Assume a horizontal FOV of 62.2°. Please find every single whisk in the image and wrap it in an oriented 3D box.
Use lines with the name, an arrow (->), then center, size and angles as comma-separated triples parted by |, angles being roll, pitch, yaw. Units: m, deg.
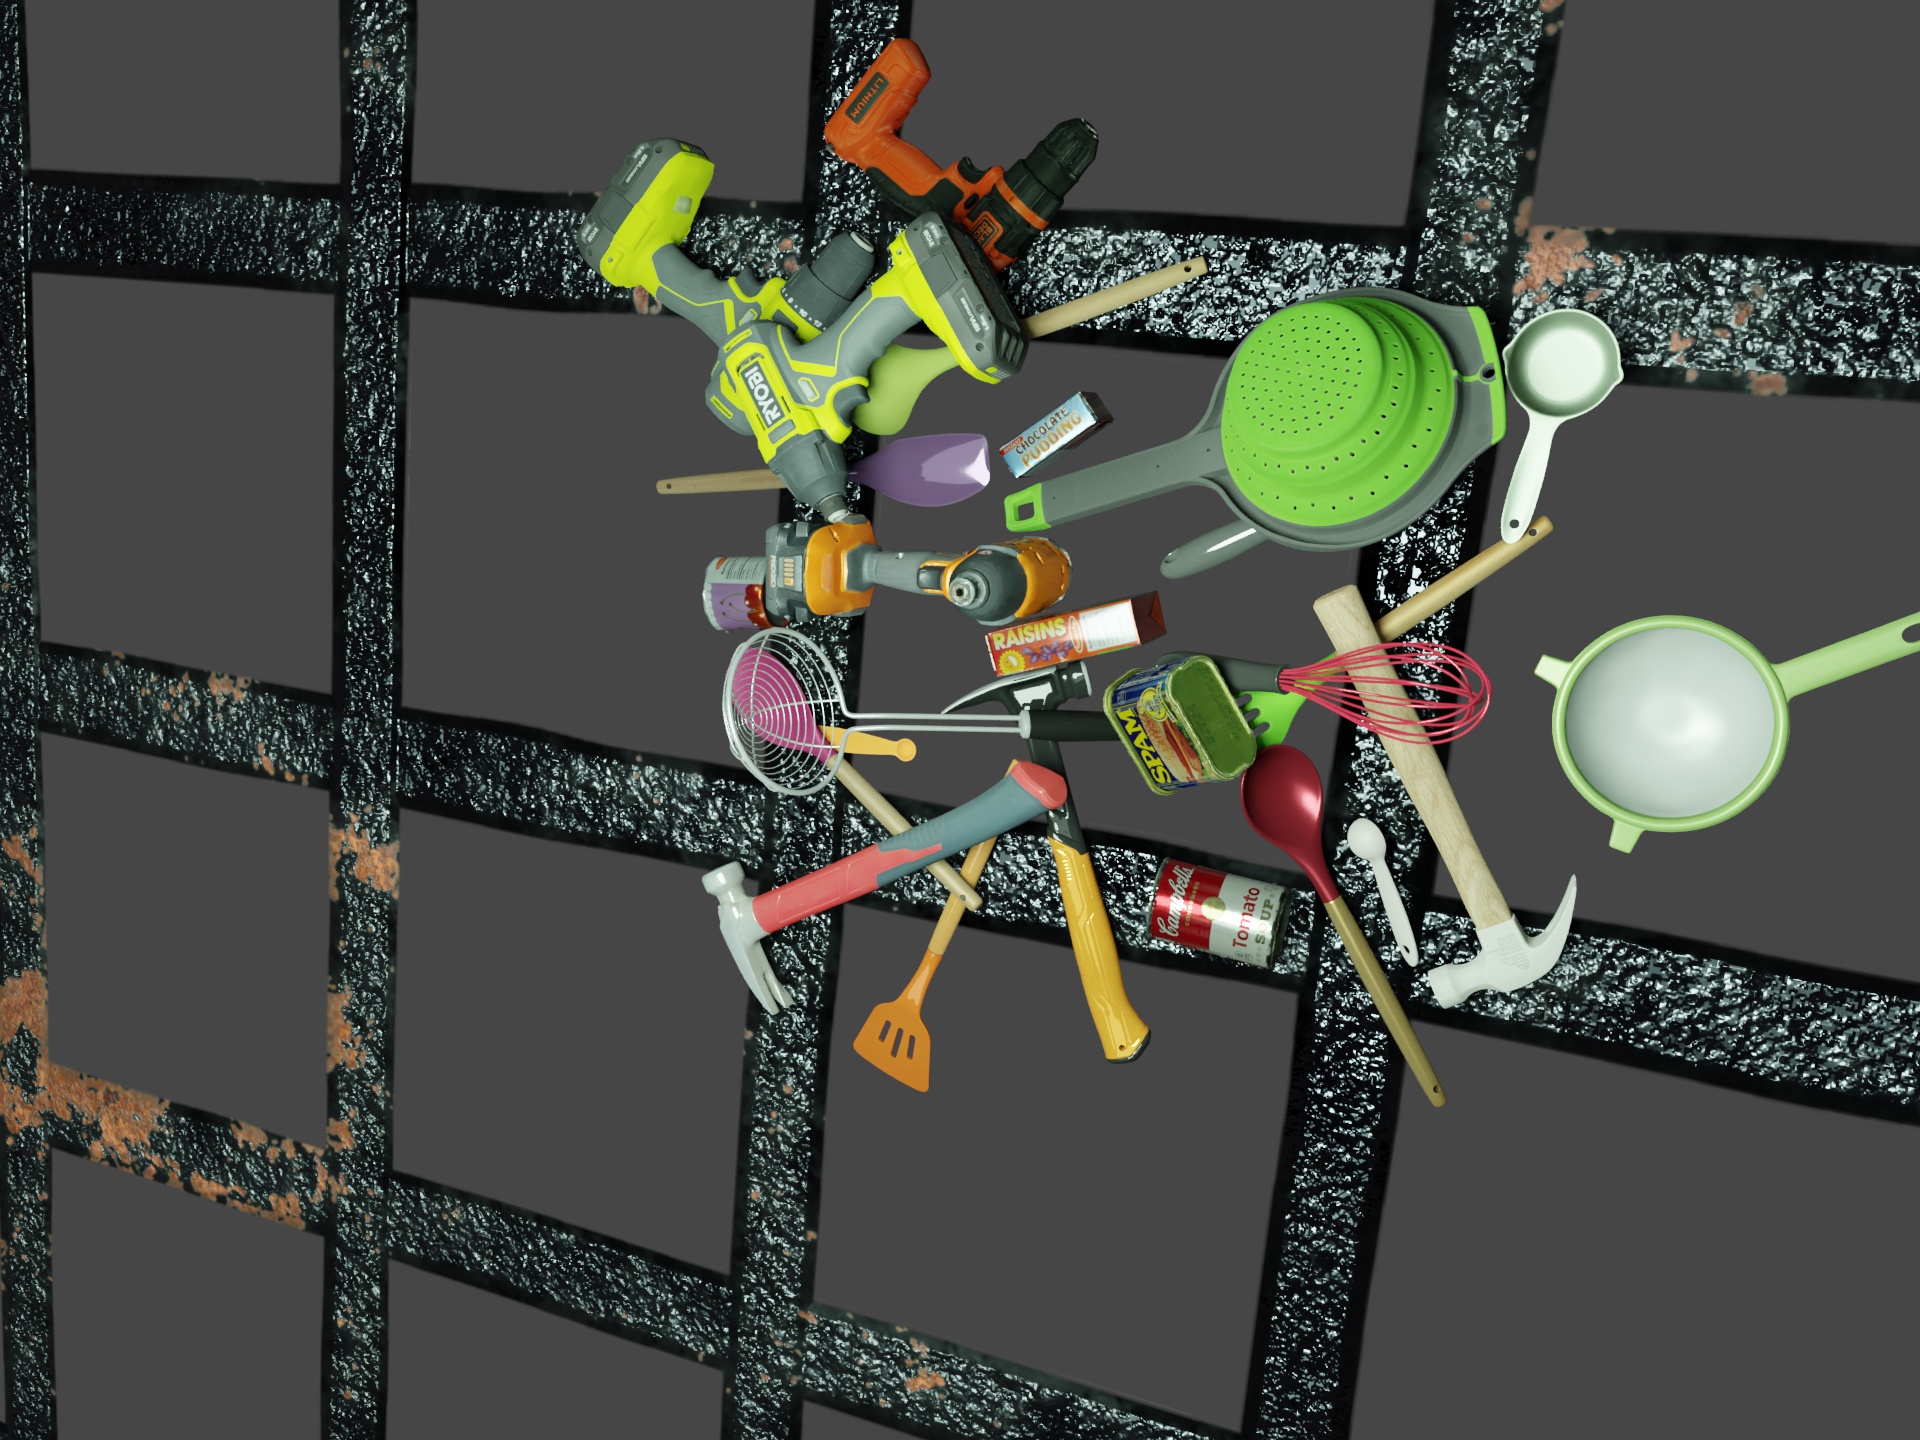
whisk -> 0.258, -0.158, 1.213 | 0.239, 0.055, 0.055 | -23, 89, 28
whisk -> 0.256, -0.028, 1.177 | 0.296, 0.073, 0.073 | 8, 103, 48

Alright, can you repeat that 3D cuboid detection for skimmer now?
skimmer -> -0.002, -0.004, 1.220 | 0.363, 0.090, 0.127 | 1, 77, -13

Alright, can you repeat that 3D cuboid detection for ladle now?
ladle -> 0.306, 0.163, 1.251 | 0.069, 0.031, 0.315 | -28, 90, -8
ladle -> 0.046, -0.310, 1.284 | 0.320, 0.062, 0.078 | -17, 90, 17

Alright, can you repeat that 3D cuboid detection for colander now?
colander -> 0.189, -0.214, 1.178 | 0.397, 0.094, 0.205 | -13, 72, 29

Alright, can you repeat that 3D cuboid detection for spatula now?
spatula -> -0.009, 0.178, 1.386 | 0.081, 0.041, 0.322 | 28, 103, 17
spatula -> -0.123, -0.209, 1.373 | 0.316, 0.018, 0.059 | 0, 99, 21

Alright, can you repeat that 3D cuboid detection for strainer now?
strainer -> 0.544, -0.020, 1.105 | 0.256, 0.069, 0.151 | -24, 86, 23

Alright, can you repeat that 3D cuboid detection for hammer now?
hammer -> 0.356, 0.050, 1.198 | 0.130, 0.031, 0.331 | -25, 94, 21
hammer -> 0.087, 0.125, 1.322 | 0.127, 0.034, 0.337 | -15, 94, 10
hammer -> -0.061, 0.136, 1.353 | 0.386, 0.038, 0.143 | -26, 89, 35

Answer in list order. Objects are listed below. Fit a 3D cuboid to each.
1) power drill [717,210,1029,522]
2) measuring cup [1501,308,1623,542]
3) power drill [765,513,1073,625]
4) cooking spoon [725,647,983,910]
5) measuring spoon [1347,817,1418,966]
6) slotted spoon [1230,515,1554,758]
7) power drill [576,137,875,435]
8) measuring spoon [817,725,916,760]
power drill -> -0.067, -0.274, 1.242 | 0.223, 0.080, 0.171 | -30, 80, 21
measuring cup -> 0.420, -0.210, 1.144 | 0.083, 0.038, 0.167 | 17, 106, 19
power drill -> -0.042, -0.117, 1.277 | 0.226, 0.164, 0.084 | 6, 102, 23
cooking spoon -> -0.095, 0.052, 1.389 | 0.319, 0.017, 0.068 | 44, 114, 17
measuring spoon -> 0.328, 0.136, 1.237 | 0.034, 0.018, 0.124 | -13, 99, 66
slotted spoon -> 0.311, -0.062, 1.217 | 0.313, 0.031, 0.070 | -35, 84, 21
power drill -> -0.195, -0.383, 1.345 | 0.228, 0.080, 0.190 | 44, 111, 7
measuring spoon -> -0.090, 0.019, 1.401 | 0.117, 0.011, 0.021 | 8, 99, 24
